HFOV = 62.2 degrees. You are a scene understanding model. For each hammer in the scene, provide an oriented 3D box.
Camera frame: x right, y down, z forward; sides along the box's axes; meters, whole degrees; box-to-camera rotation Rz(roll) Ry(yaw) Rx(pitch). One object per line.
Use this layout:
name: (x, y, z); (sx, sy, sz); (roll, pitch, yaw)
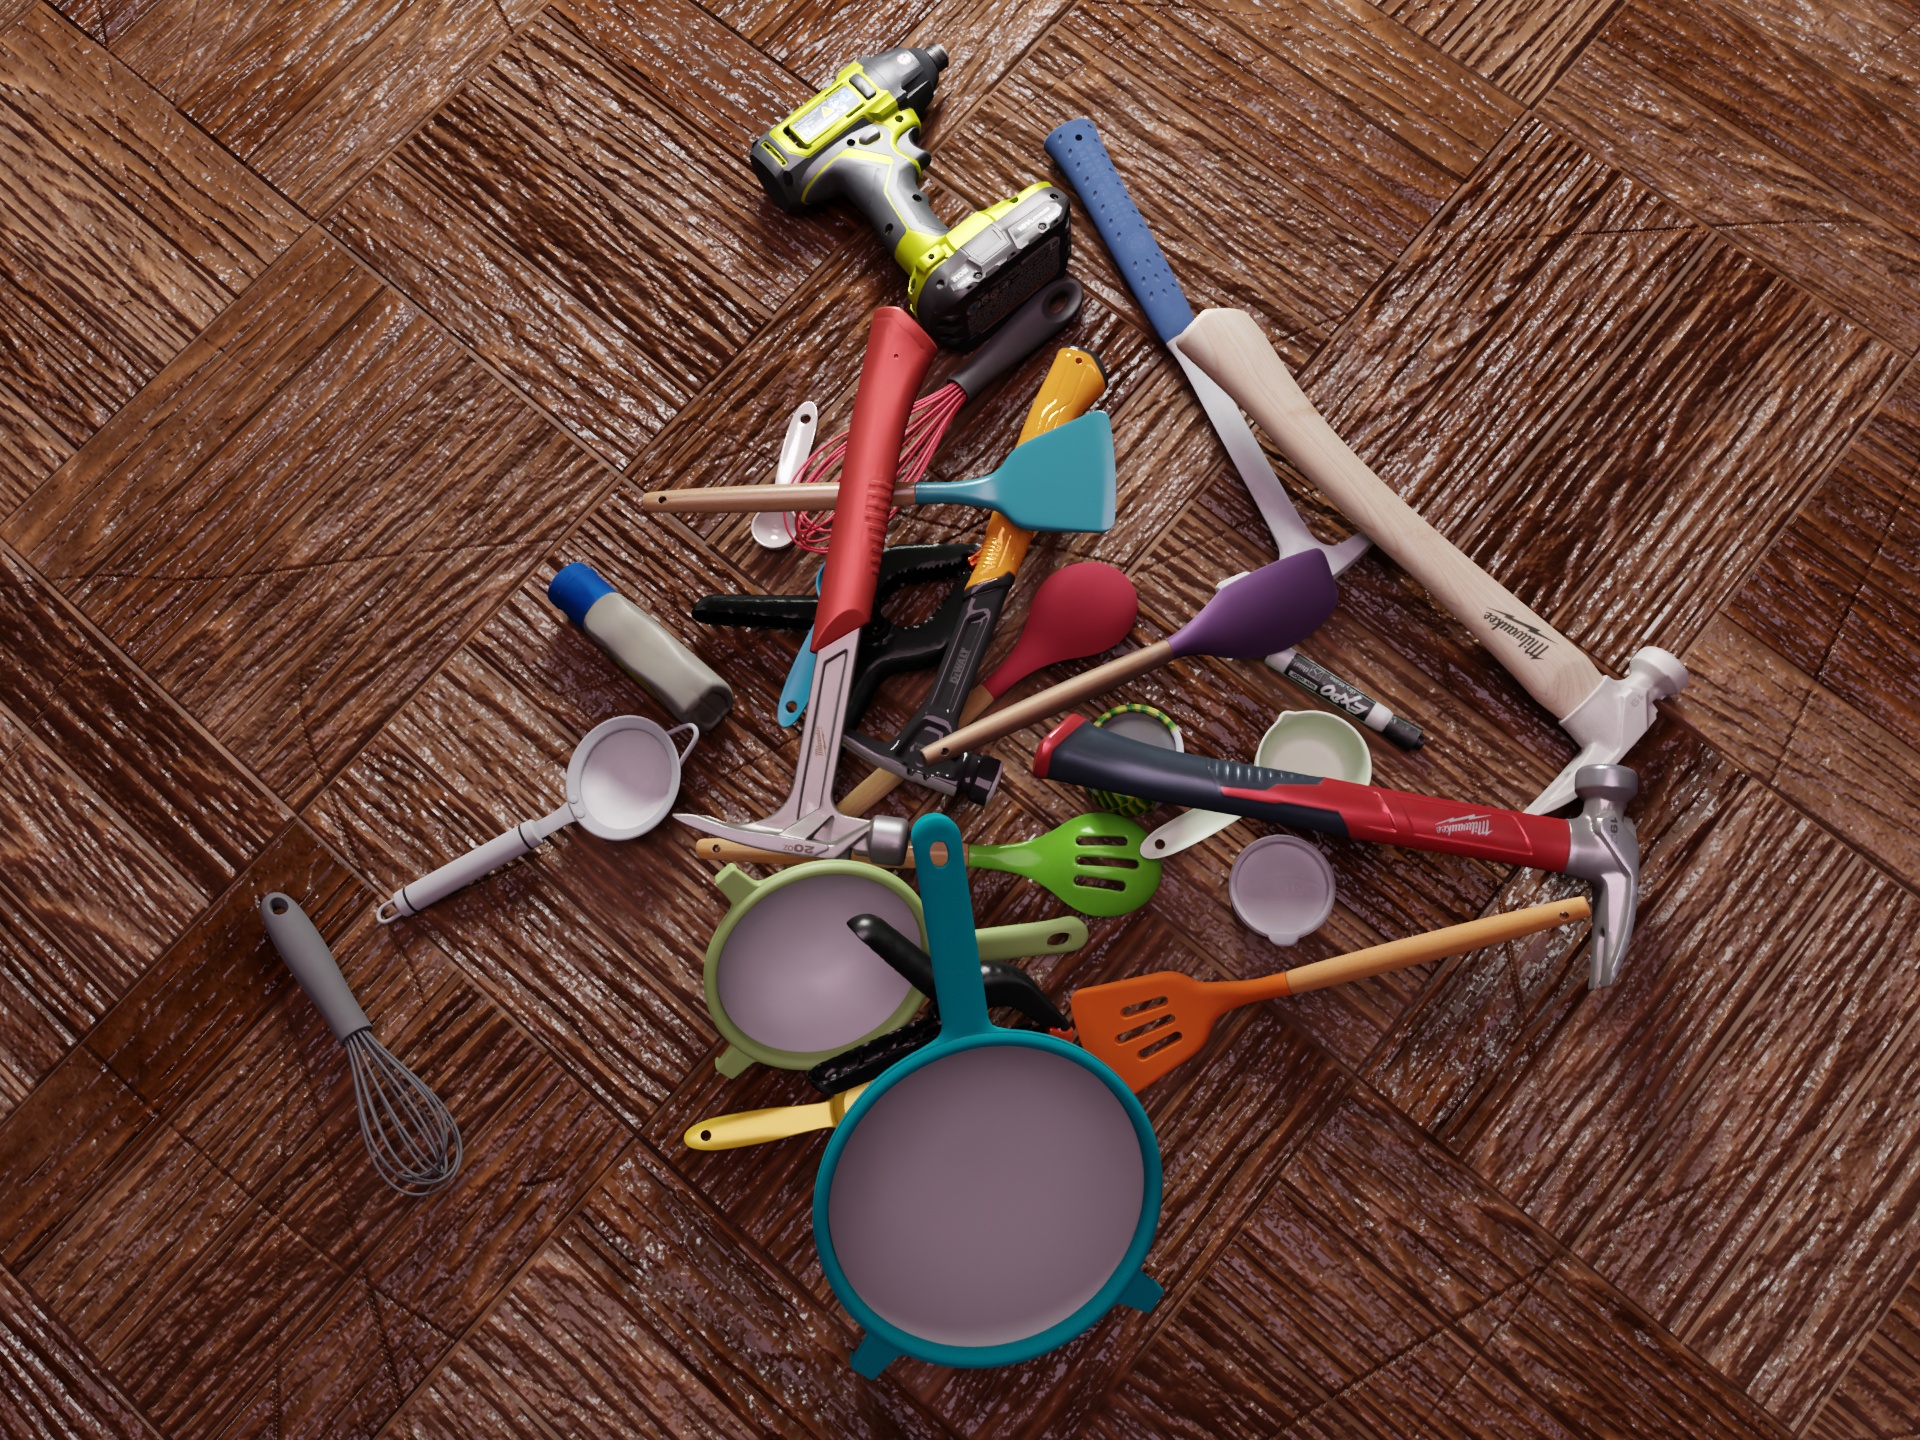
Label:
hammer: (0.296, -0.119, 1.080); (0.410, 0.038, 0.146); (45, 83, 3)
hammer: (0.235, 0.069, 1.008); (0.386, 0.038, 0.143); (10, 74, -1)
hammer: (0.020, -0.115, 1.094); (0.127, 0.034, 0.337); (22, 74, 1)
hammer: (-0.081, -0.091, 1.028); (0.149, 0.036, 0.359); (9, 85, 2)
hammer: (0.172, -0.272, 1.160); (0.144, 0.035, 0.406); (-24, 75, -4)

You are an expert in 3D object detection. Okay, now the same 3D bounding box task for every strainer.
strainer: (-0.285, 0.073, 1.086); (0.258, 0.050, 0.087); (-28, 70, 1)
strainer: (-0.045, 0.141, 1.043); (0.256, 0.069, 0.151); (-4, 114, -18)
strainer: (0.001, 0.215, 0.967); (0.211, 0.095, 0.340); (-10, 99, -9)

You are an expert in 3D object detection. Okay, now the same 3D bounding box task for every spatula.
spatula: (0.229, 0.162, 0.995); (0.322, 0.041, 0.081); (-20, 95, 21)
spatula: (0.117, -0.035, 1.059); (0.316, 0.018, 0.059); (-23, 102, -14)
spatula: (-0.057, -0.155, 1.064); (0.317, 0.044, 0.082); (-2, 84, 1)

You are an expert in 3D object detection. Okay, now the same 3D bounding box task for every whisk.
whisk: (-0.015, -0.225, 1.146); (0.073, 0.073, 0.296); (43, 75, 12)
whisk: (-0.403, 0.210, 1.053); (0.055, 0.055, 0.239); (-36, 72, -7)

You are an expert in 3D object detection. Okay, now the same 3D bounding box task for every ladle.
ladle: (-0.002, -0.004, 1.101); (0.315, 0.031, 0.069); (-41, 74, -6)

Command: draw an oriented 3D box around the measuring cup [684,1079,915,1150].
measuring cup: (-0.103, 0.258, 1.031); (0.156, 0.029, 0.062); (-10, 75, -3)

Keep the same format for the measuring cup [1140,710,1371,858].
measuring cup: (0.195, 0.055, 1.071); (0.167, 0.038, 0.083); (-26, 75, -3)

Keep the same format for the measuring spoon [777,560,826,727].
measuring spoon: (-0.094, -0.053, 1.087); (0.042, 0.021, 0.128); (22, 86, 15)

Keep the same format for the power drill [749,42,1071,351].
power drill: (-0.026, -0.399, 1.183); (0.171, 0.080, 0.223); (-39, 74, -8)

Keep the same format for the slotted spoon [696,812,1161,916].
slotted spoon: (-0.020, 0.092, 1.066); (0.314, 0.031, 0.070); (2, 80, 1)

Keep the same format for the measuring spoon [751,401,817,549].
measuring spoon: (-0.123, -0.177, 1.161); (0.034, 0.018, 0.124); (10, 69, 7)
